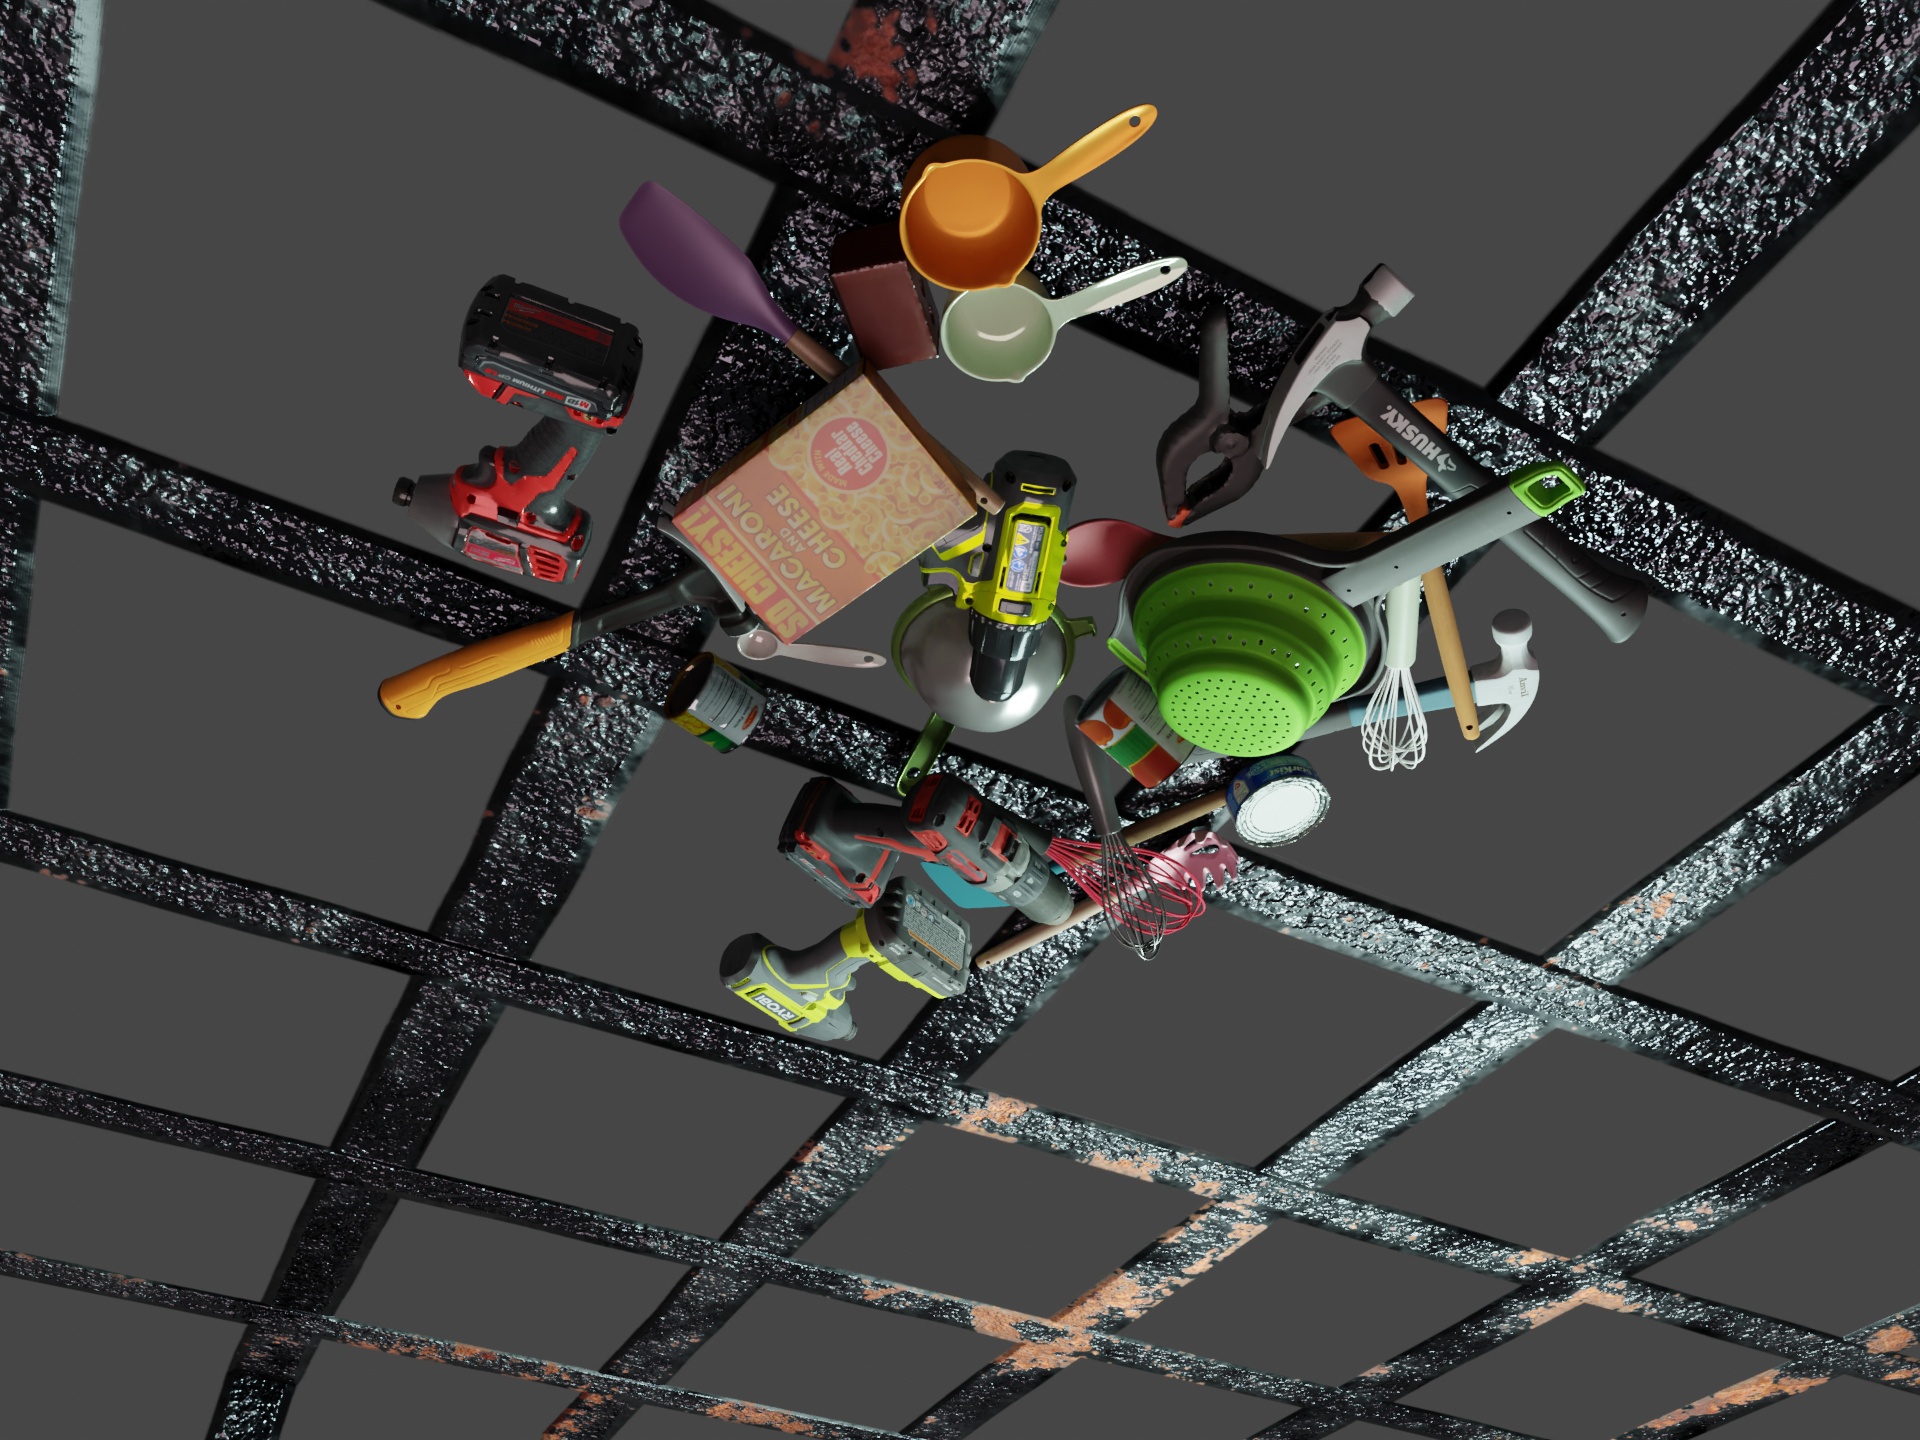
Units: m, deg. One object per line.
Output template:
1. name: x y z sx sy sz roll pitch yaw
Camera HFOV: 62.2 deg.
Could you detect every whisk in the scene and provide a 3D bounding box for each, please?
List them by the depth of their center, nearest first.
1. whisk: 0.338 -0.043 1.224 0.059 0.058 0.246 -33 141 -15
2. whisk: 0.129 0.091 1.353 0.055 0.055 0.239 -14 98 16
3. whisk: 0.091 0.116 1.401 0.295 0.073 0.073 26 131 -18

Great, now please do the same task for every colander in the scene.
1. colander: 0.256 -0.065 1.119 0.204 0.095 0.397 35 144 -22

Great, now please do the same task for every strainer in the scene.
1. strainer: -0.002 -0.004 1.312 0.151 0.069 0.256 16 133 -15

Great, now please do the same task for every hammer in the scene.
1. hammer: 0.355 -0.156 1.103 0.334 0.035 0.146 35 112 -19
2. hammer: -0.334 -0.071 1.278 0.337 0.034 0.127 -18 134 19
3. hammer: 0.311 -0.005 1.330 0.331 0.033 0.128 -13 133 14

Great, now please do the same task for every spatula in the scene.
1. spatula: -0.094 -0.240 1.066 0.315 0.018 0.059 37 128 -15
2. spatula: 0.355 -0.105 1.198 0.081 0.041 0.322 -11 125 21
3. spatula: 0.117 0.112 1.467 0.317 0.044 0.082 -24 130 18

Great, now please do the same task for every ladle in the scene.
1. ladle: 0.220 -0.129 1.179 0.315 0.031 0.069 0 142 13

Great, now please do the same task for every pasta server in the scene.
1. pasta server: 0.133 0.178 1.523 0.316 0.040 0.060 -32 114 31

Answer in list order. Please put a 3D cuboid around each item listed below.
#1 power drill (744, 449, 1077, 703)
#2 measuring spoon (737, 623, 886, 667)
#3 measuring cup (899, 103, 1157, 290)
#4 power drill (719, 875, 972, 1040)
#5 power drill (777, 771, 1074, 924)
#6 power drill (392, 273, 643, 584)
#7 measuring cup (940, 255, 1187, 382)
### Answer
1. power drill: -0.039 -0.112 1.170 0.228 0.080 0.190 8 117 -6
2. measuring spoon: -0.121 -0.061 1.301 0.124 0.018 0.034 8 136 -16
3. measuring cup: 0.040 -0.338 0.980 0.173 0.052 0.095 -27 129 19
4. power drill: -0.104 0.247 1.577 0.223 0.080 0.171 -27 129 31
5. power drill: -0.027 0.116 1.365 0.227 0.080 0.187 -5 143 46
6. power drill: -0.315 -0.195 1.122 0.143 0.079 0.219 18 137 -16
7. measuring cup: 0.067 -0.280 1.048 0.167 0.038 0.083 -17 133 14
